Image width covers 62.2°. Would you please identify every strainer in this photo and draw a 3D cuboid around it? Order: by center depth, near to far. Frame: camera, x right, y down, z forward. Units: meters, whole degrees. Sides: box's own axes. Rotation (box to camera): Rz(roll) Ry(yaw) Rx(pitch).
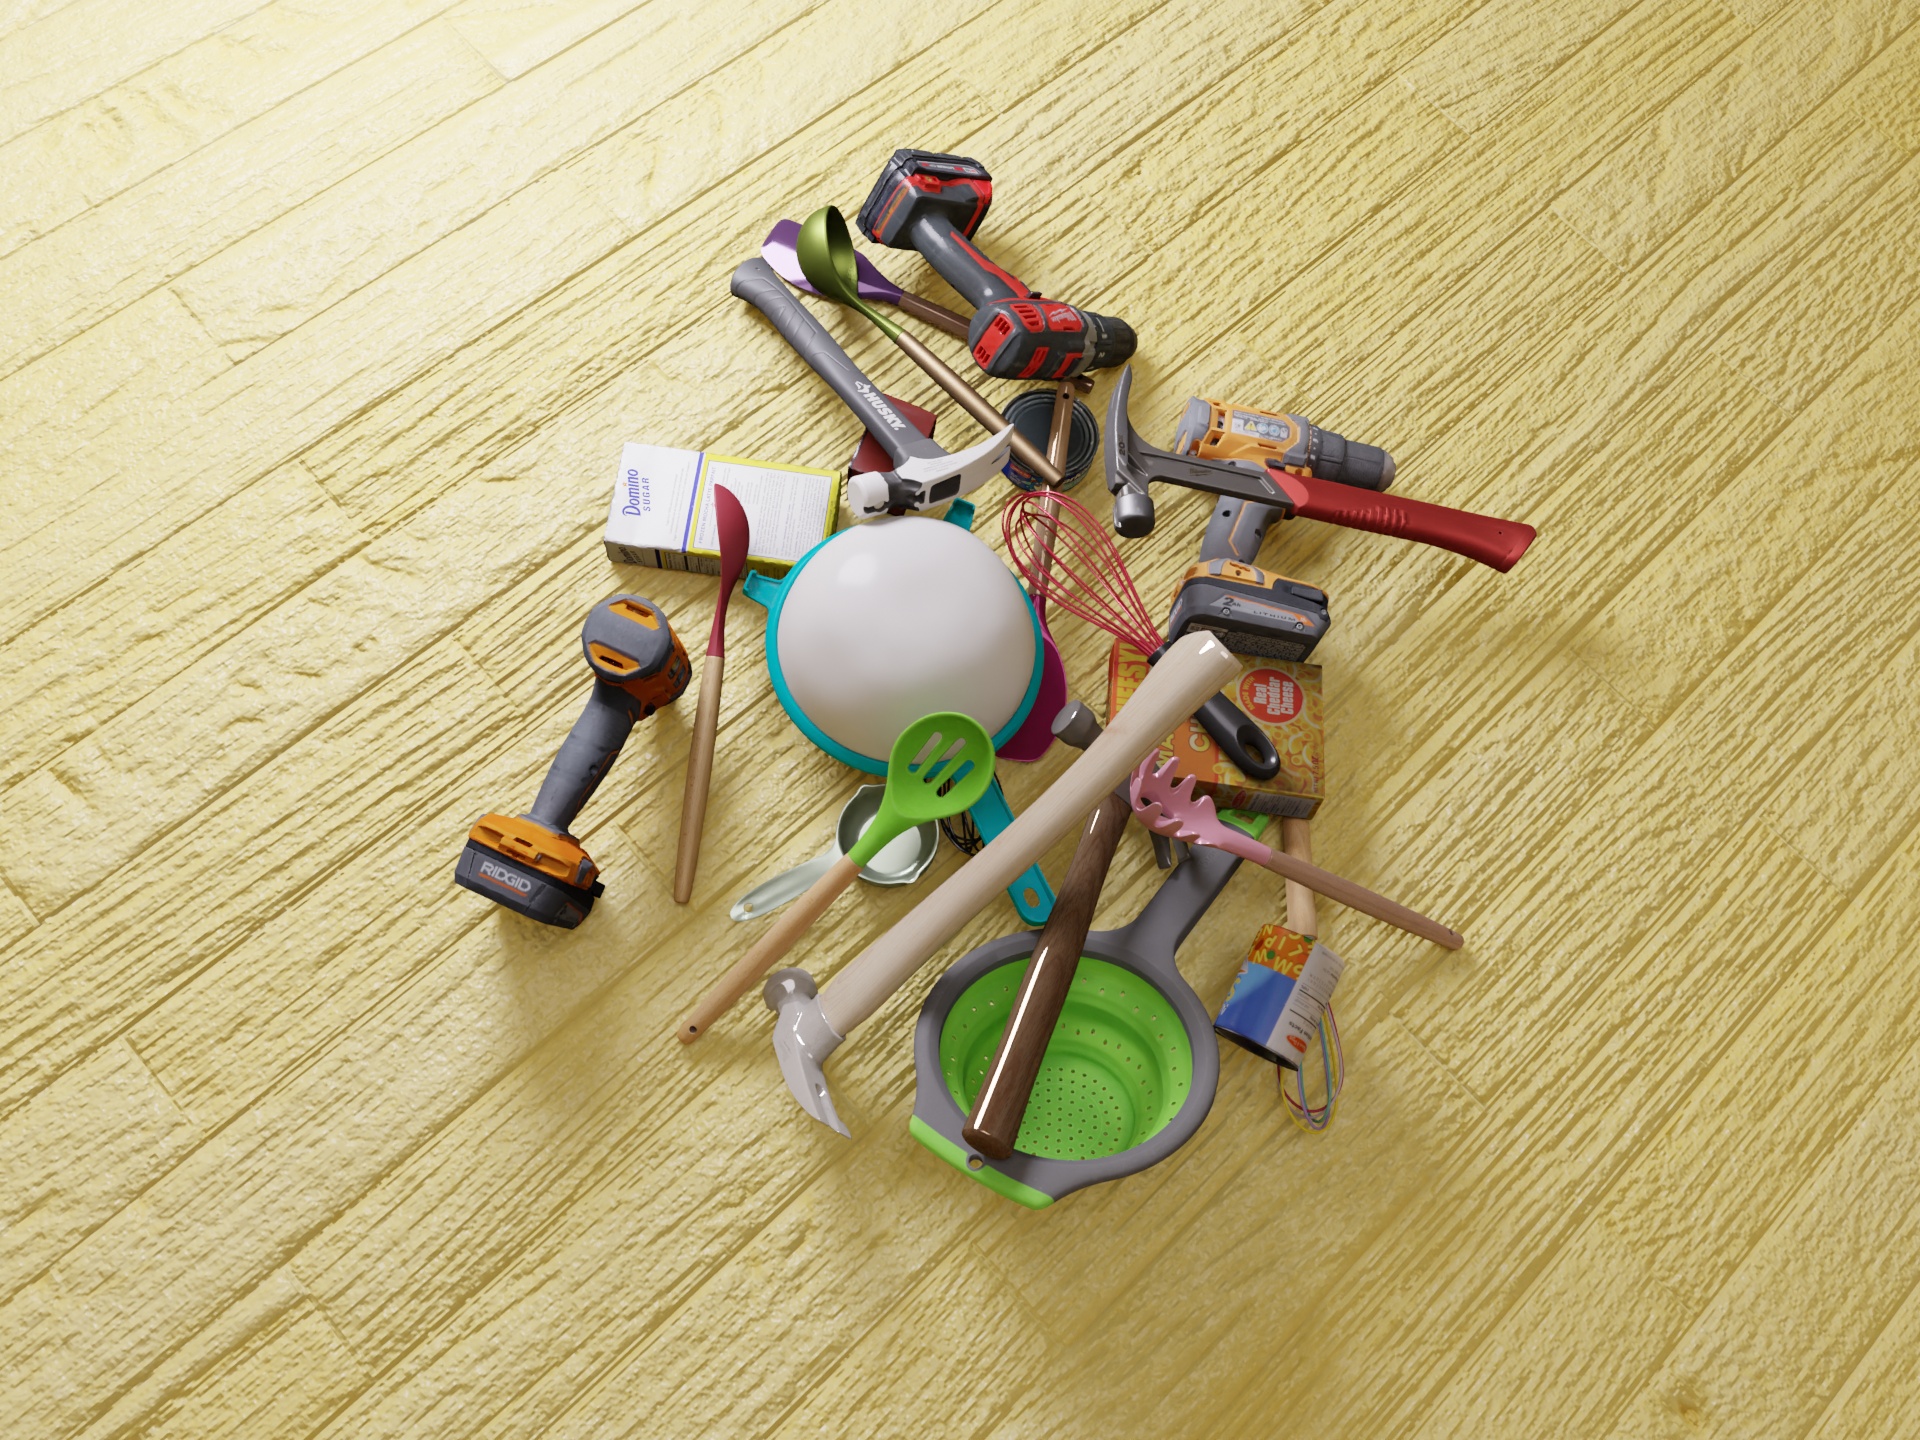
[{"bbox_3d":[-0.008,-0.015,1.142,0.211,0.095,0.341,-22,73,-16],"label":"strainer"}]

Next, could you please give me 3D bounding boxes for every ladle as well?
[{"bbox_3d":[-0.188,-0.022,1.186,0.031,0.069,0.315,6,83,0],"label":"ladle"},{"bbox_3d":[-0.022,-0.307,1.307,0.320,0.078,0.062,45,97,15],"label":"ladle"}]

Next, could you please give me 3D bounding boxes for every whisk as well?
[{"bbox_3d":[0.255,0.183,1.184,0.047,0.051,0.245,2,65,0],"label":"whisk"},{"bbox_3d":[0.138,-0.067,1.214,0.073,0.073,0.296,-38,79,-18],"label":"whisk"},{"bbox_3d":[-0.001,-0.004,1.228,0.055,0.055,0.239,-3,64,-8],"label":"whisk"}]

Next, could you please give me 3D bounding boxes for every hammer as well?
[{"bbox_3d":[0.031,0.100,1.057,0.410,0.038,0.146,-44,35,9],"label":"hammer"},{"bbox_3d":[0.073,0.144,1.078,0.130,0.031,0.331,38,52,-18],"label":"hammer"},{"bbox_3d":[0.286,-0.181,1.258,0.359,0.036,0.149,10,60,-13],"label":"hammer"},{"bbox_3d":[-0.092,-0.280,1.276,0.146,0.035,0.335,-19,51,-26],"label":"hammer"}]

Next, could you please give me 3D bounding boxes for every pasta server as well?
[{"bbox_3d":[0.249,0.105,1.162,0.316,0.040,0.060,24,42,-19],"label":"pasta server"}]

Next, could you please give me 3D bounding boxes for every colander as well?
[{"bbox_3d":[0.116,0.203,1.141,0.205,0.094,0.397,25,48,24],"label":"colander"}]

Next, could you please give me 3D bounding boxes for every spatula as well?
[{"bbox_3d":[-0.029,-0.353,1.377,0.316,0.018,0.060,26,70,5],"label":"spatula"}]

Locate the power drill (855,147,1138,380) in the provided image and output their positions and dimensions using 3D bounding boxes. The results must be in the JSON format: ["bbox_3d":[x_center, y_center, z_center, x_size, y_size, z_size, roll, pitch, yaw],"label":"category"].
[{"bbox_3d":[0.038,-0.374,1.341,0.188,0.080,0.227,-15,61,-48],"label":"power drill"}]

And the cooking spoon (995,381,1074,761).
[{"bbox_3d":[0.065,-0.123,1.273,0.069,0.017,0.319,8,78,1],"label":"cooking spoon"}]

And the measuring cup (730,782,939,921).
[{"bbox_3d":[-0.093,0.108,1.181,0.167,0.038,0.083,-28,75,-5],"label":"measuring cup"}]

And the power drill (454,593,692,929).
[{"bbox_3d":[-0.263,0.031,1.138,0.084,0.164,0.226,24,80,3],"label":"power drill"}]

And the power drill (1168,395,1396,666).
[{"bbox_3d":[0.263,-0.154,1.301,0.185,0.084,0.226,11,63,-4],"label":"power drill"}]

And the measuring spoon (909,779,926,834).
[{"bbox_3d":[-0.036,0.027,1.225,0.034,0.018,0.124,0,69,-7],"label":"measuring spoon"}]

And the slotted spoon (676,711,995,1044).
[{"bbox_3d":[-0.092,0.114,1.109,0.070,0.031,0.313,43,98,-3],"label":"slotted spoon"}]
